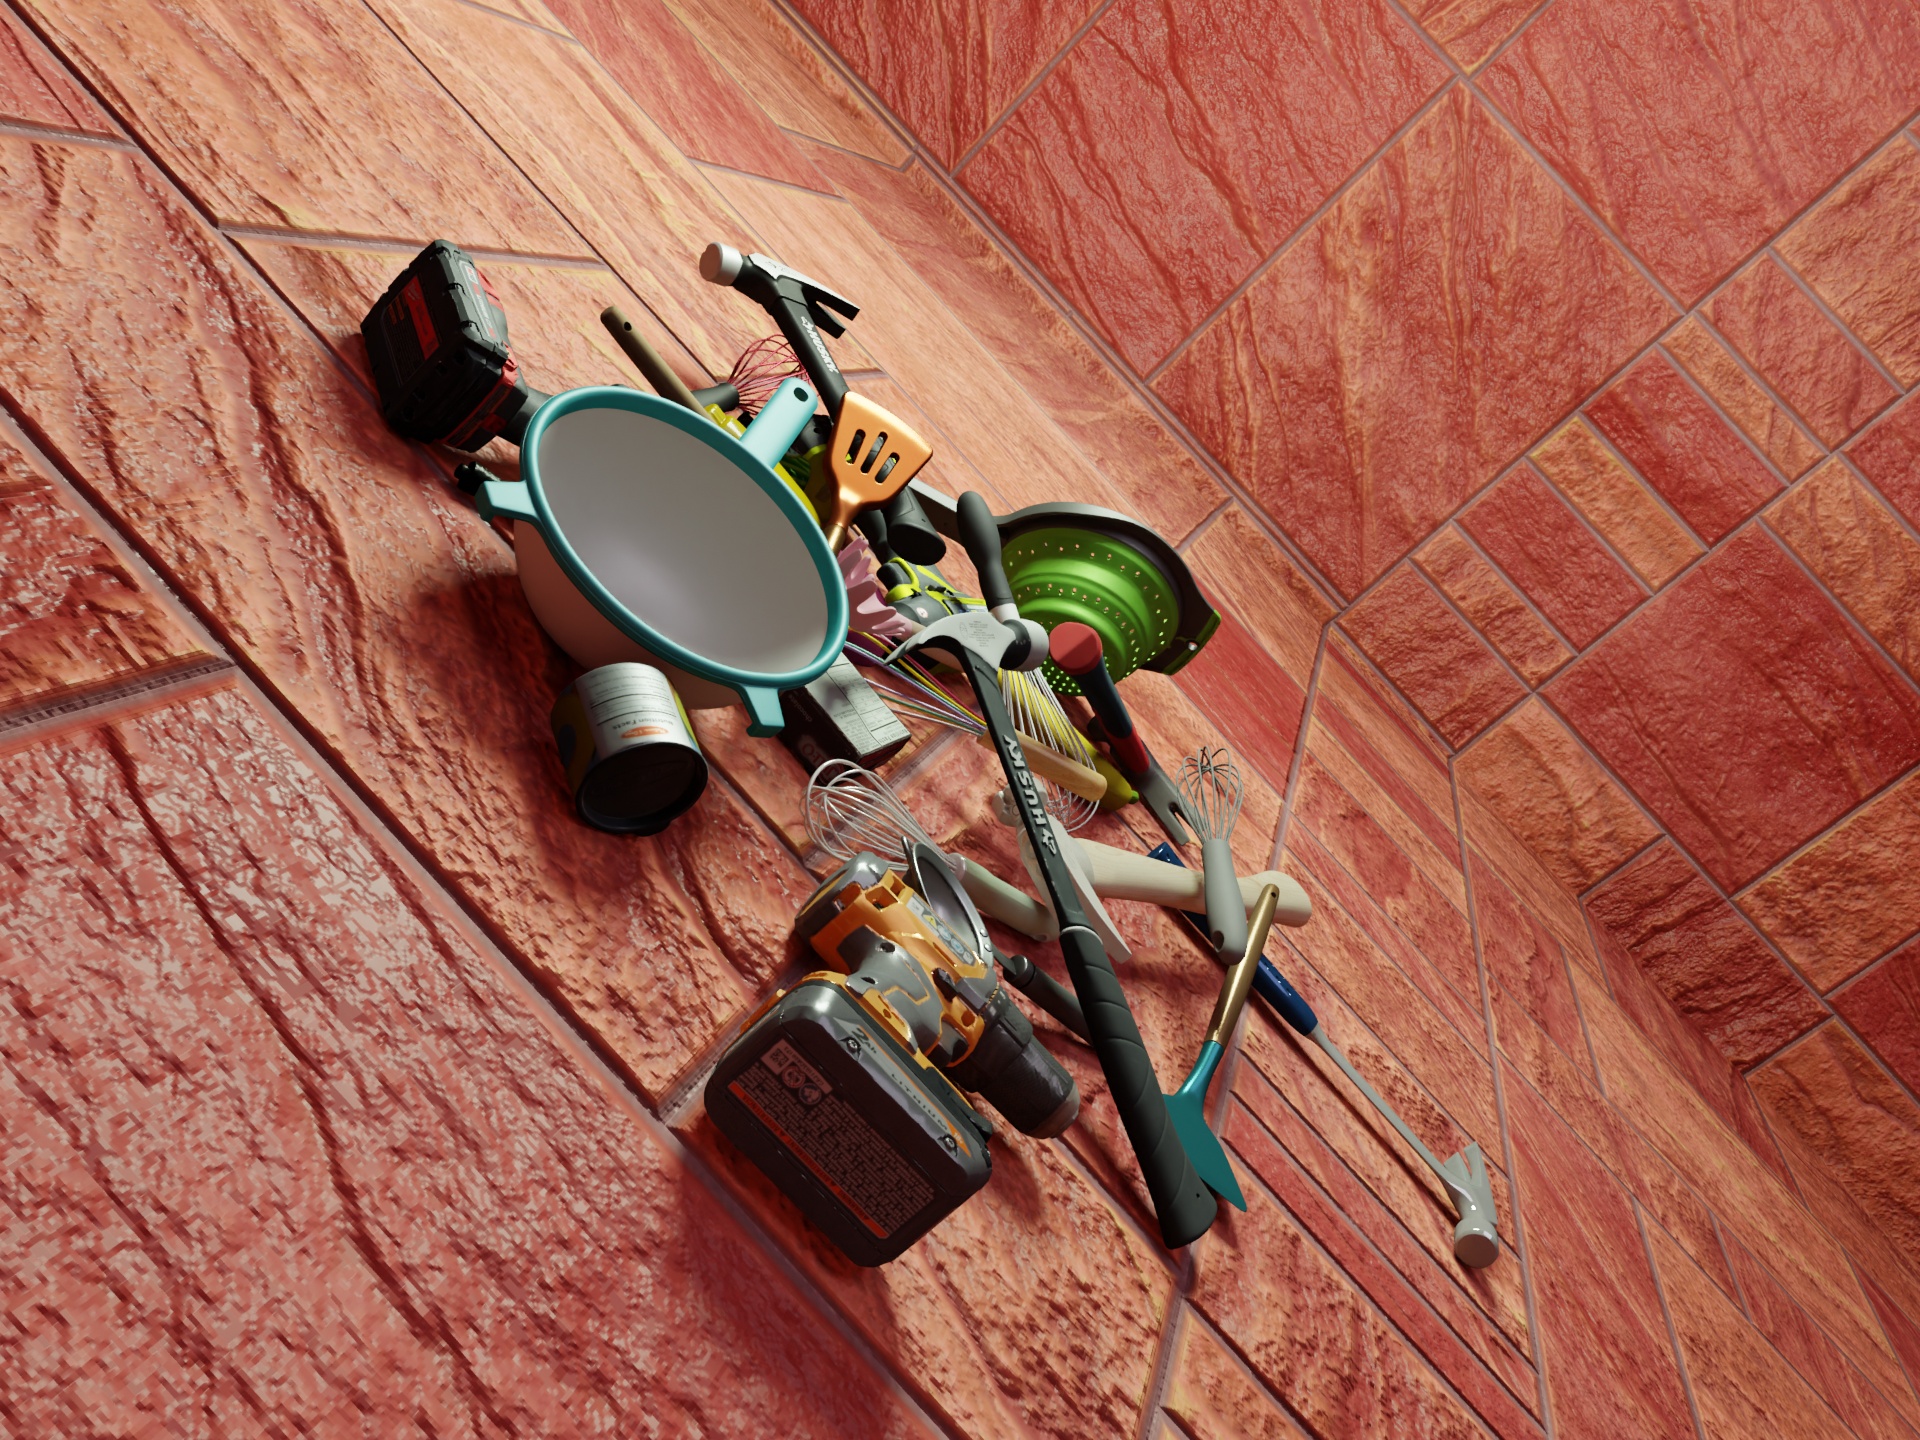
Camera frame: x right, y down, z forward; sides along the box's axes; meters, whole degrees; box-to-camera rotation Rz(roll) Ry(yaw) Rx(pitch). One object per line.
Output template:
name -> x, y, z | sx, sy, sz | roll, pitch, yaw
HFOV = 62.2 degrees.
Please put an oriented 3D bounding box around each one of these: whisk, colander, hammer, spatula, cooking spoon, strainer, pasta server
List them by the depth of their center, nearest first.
strainer -> -0.161, -0.114, 0.954 | 0.211, 0.095, 0.341 | 40, 31, -13
strainer -> 0.029, 0.150, 0.961 | 0.258, 0.050, 0.087 | 42, 20, -35
hammer -> 0.065, 0.115, 0.970 | 0.149, 0.036, 0.409 | 3, 62, -53
whisk -> -0.012, 0.090, 0.993 | 0.246, 0.058, 0.059 | 34, 59, -42
spatula -> -0.085, -0.120, 1.069 | 0.081, 0.041, 0.323 | 33, 35, -14
cooking spoon -> -0.136, -0.151, 1.071 | 0.318, 0.017, 0.069 | 51, 55, -35
pasta server -> -0.025, -0.063, 1.107 | 0.060, 0.040, 0.316 | 65, 13, 14
spatula -> 0.191, 0.208, 1.109 | 0.082, 0.044, 0.318 | 41, 39, -5
whisk -> -0.001, -0.004, 1.122 | 0.245, 0.047, 0.051 | 28, 18, -14
whisk -> 0.194, 0.097, 1.194 | 0.055, 0.055, 0.239 | 39, 28, -22
hammer -> 0.176, 0.135, 1.202 | 0.410, 0.038, 0.146 | 16, 38, -53
whisk -> 0.044, -0.049, 1.223 | 0.070, 0.070, 0.285 | 11, 60, -59
hammer -> -0.090, -0.249, 1.257 | 0.146, 0.035, 0.335 | 9, 43, -46
hammer -> 0.132, 0.009, 1.278 | 0.143, 0.038, 0.386 | 54, 2, 18
hammer -> 0.294, 0.259, 1.306 | 0.405, 0.035, 0.144 | 48, 20, 2
whisk -> -0.185, -0.270, 1.310 | 0.073, 0.073, 0.296 | 46, 27, -3
colander -> 0.030, -0.126, 1.403 | 0.397, 0.204, 0.095 | 28, 54, -5

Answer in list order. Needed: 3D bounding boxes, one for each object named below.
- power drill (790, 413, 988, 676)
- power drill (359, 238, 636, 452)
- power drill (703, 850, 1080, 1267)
power drill -> -0.062, -0.134, 1.271 | 0.223, 0.080, 0.171 | 56, 26, 17
power drill -> -0.256, -0.198, 1.001 | 0.219, 0.078, 0.143 | 27, 29, -50
power drill -> -0.020, 0.170, 0.778 | 0.185, 0.084, 0.226 | 46, 15, -4
